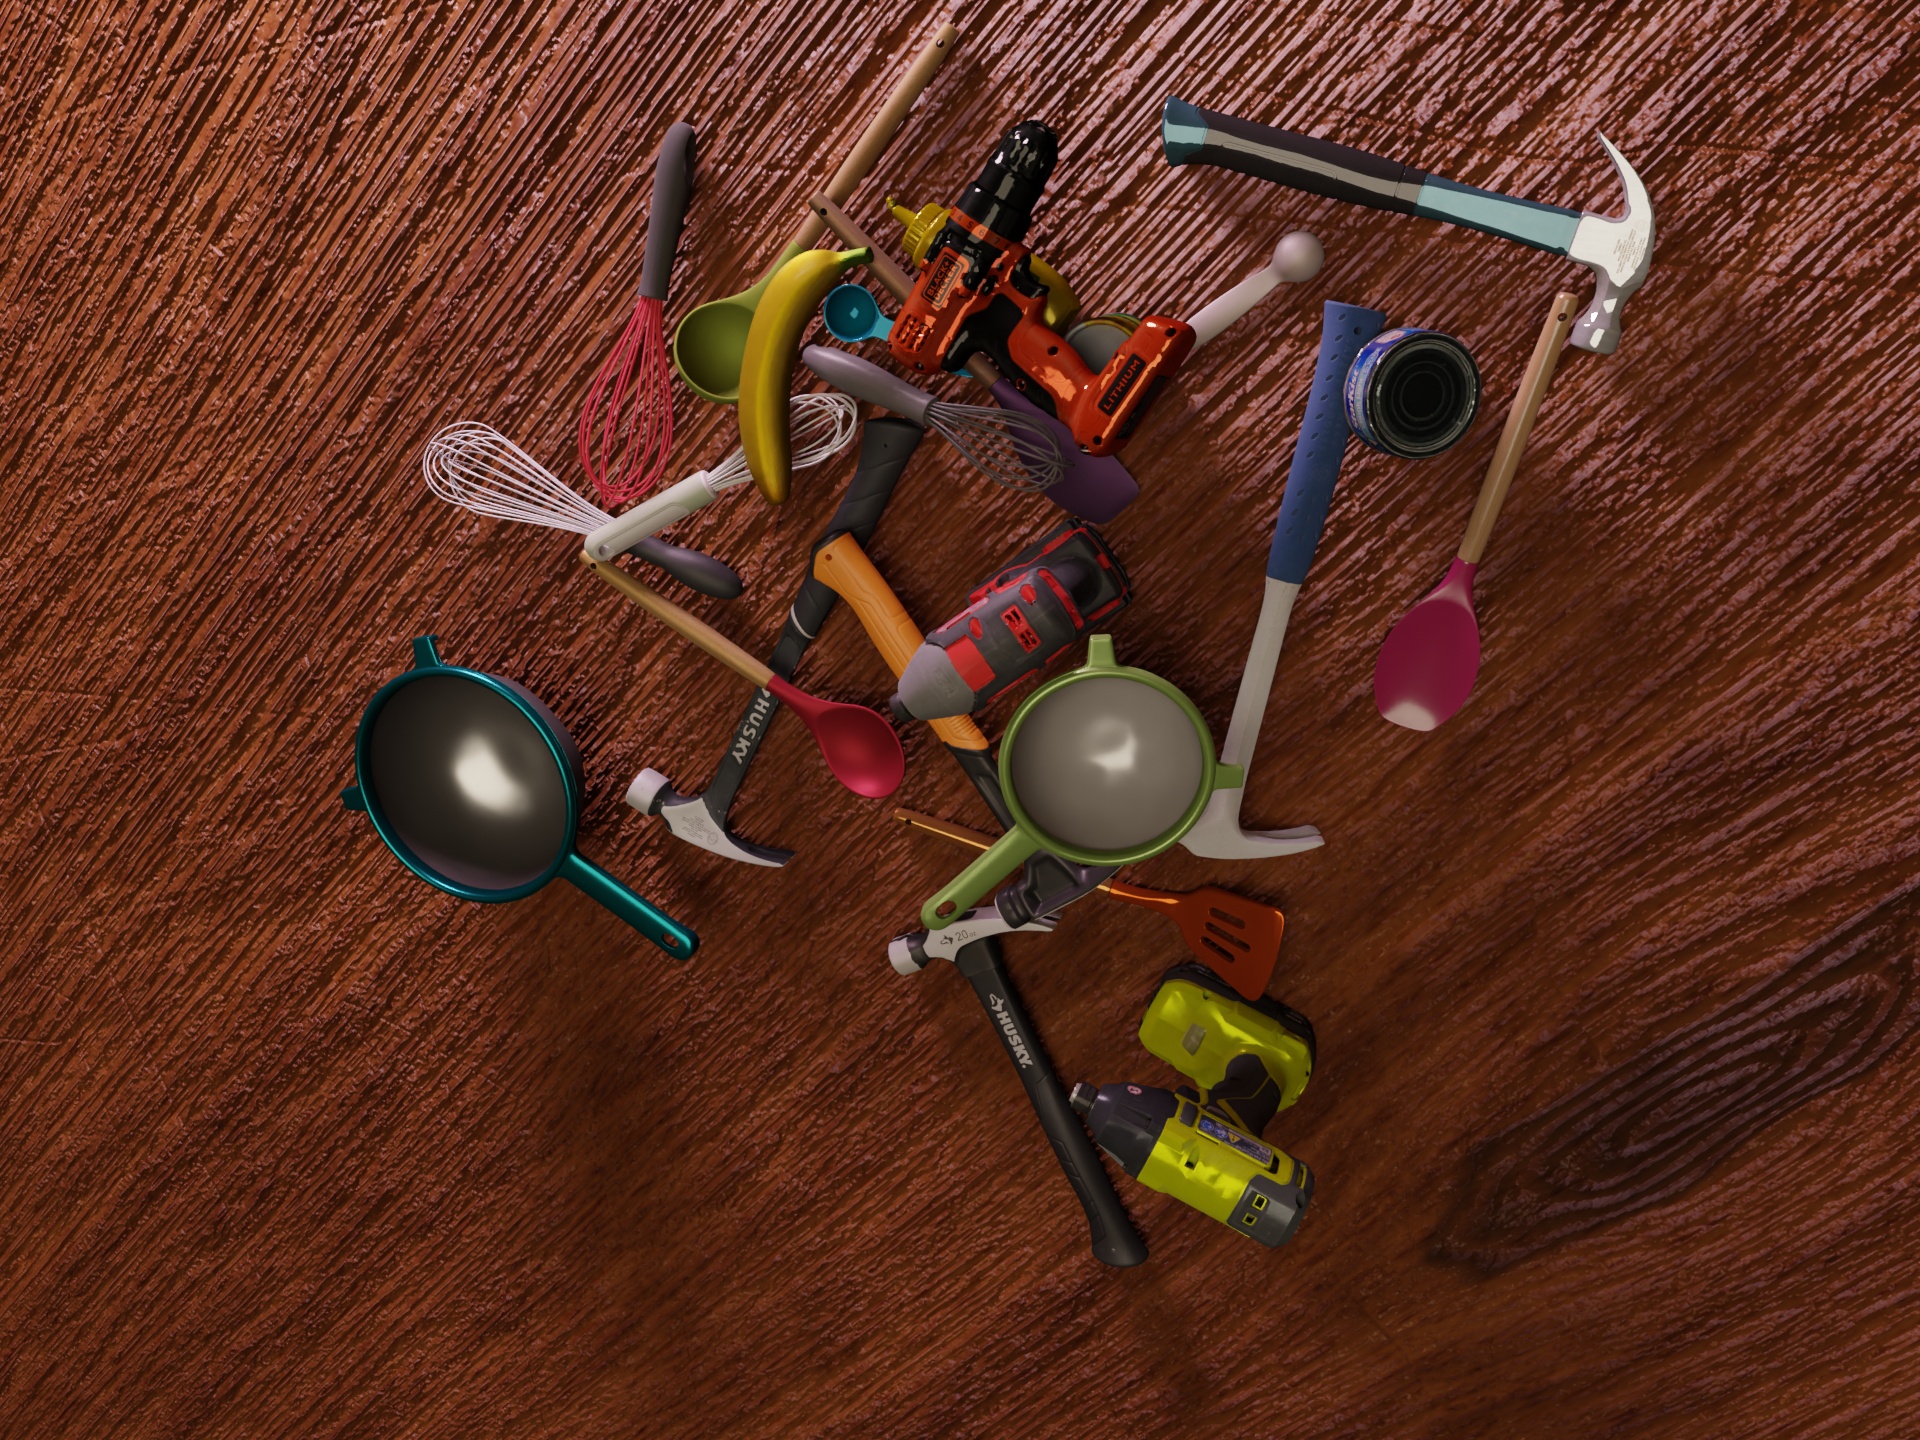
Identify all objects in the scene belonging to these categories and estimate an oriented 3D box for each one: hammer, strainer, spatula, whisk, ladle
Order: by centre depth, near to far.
[{"bbox_3d":[0.288,-0.348,1.046,0.331,0.033,0.128,19,112,11],"label":"hammer"},{"bbox_3d":[0.233,-0.088,1.130,0.144,0.035,0.405,11,107,-4],"label":"hammer"},{"bbox_3d":[0.066,0.057,1.142,0.151,0.069,0.256,43,109,-13],"label":"strainer"},{"bbox_3d":[0.005,-0.262,1.153,0.316,0.018,0.059,45,120,-8],"label":"spatula"},{"bbox_3d":[-0.102,-0.365,1.155,0.078,0.062,0.320,36,111,-11],"label":"ladle"},{"bbox_3d":[-0.020,-0.227,1.161,0.239,0.055,0.055,29,114,23],"label":"whisk"},{"bbox_3d":[-0.002,-0.004,1.210,0.127,0.034,0.337,-32,95,27],"label":"hammer"},{"bbox_3d":[-0.239,-0.304,1.216,0.073,0.073,0.295,18,106,12],"label":"whisk"},{"bbox_3d":[-0.186,-0.184,1.220,0.246,0.057,0.059,-26,53,14],"label":"whisk"},{"bbox_3d":[0.094,0.127,1.250,0.323,0.041,0.081,18,112,13],"label":"spatula"},{"bbox_3d":[-0.172,-0.043,1.253,0.315,0.031,0.069,35,115,5],"label":"ladle"},{"bbox_3d":[-0.129,-0.059,1.268,0.149,0.036,0.408,31,113,5],"label":"hammer"},{"bbox_3d":[-0.303,-0.165,1.283,0.284,0.070,0.070,25,112,4],"label":"whisk"},{"bbox_3d":[0.075,0.305,1.314,0.146,0.035,0.334,-23,98,23],"label":"hammer"},{"bbox_3d":[-0.346,0.079,1.348,0.340,0.095,0.211,36,116,2],"label":"strainer"}]

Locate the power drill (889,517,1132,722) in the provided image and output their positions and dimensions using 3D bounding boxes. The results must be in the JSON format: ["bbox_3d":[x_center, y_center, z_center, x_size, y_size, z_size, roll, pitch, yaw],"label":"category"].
[{"bbox_3d":[0.035,-0.064,1.111,0.143,0.220,0.078,-34,94,23],"label":"power drill"}]

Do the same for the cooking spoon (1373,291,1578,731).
[{"bbox_3d":[0.355,-0.133,1.083,0.069,0.017,0.318,19,118,11],"label":"cooking spoon"}]

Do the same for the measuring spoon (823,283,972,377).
[{"bbox_3d":[-0.040,-0.286,1.183,0.128,0.021,0.042,24,112,0],"label":"measuring spoon"}]

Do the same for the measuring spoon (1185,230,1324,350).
[{"bbox_3d":[0.196,-0.293,1.101,0.124,0.018,0.034,-34,94,24],"label":"measuring spoon"}]

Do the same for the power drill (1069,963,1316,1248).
[{"bbox_3d":[0.178,0.271,1.166,0.171,0.223,0.080,27,112,8],"label":"power drill"}]
